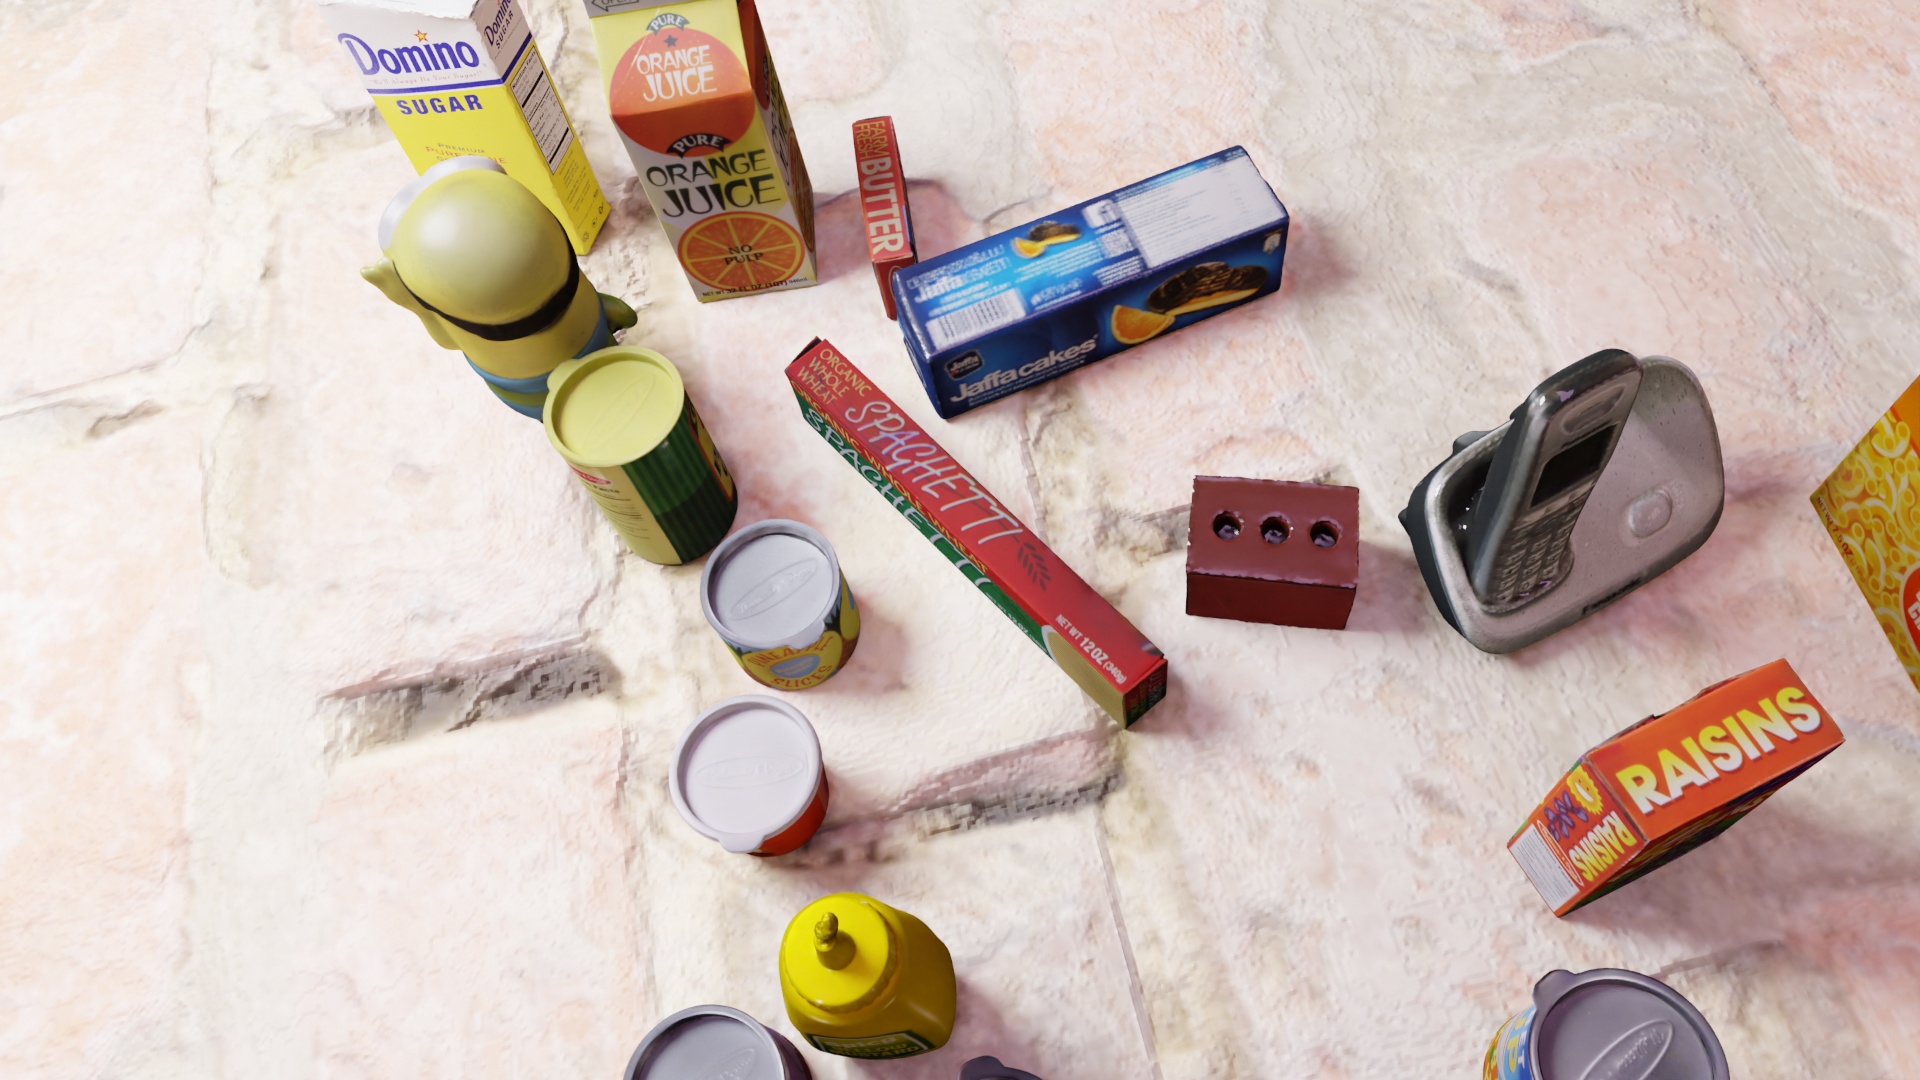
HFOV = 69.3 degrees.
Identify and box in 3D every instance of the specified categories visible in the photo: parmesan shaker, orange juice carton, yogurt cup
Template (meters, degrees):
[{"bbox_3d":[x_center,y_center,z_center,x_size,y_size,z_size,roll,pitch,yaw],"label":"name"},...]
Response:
[{"bbox_3d":[-0.156,-0.041,0.683,0.071,0.102,0.071,-3,63,6],"label":"parmesan shaker"},{"bbox_3d":[-0.129,-0.213,0.718,0.072,0.192,0.073,-8,62,3],"label":"orange juice carton"},{"bbox_3d":[-0.091,0.109,0.625,0.072,0.053,0.072,-3,63,6],"label":"yogurt cup"}]

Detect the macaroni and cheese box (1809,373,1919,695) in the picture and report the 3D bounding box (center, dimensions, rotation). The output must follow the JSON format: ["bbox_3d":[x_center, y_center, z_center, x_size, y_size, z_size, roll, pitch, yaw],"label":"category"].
[{"bbox_3d":[0.422,-0.009,0.558,0.040,0.165,0.124,-13,62,1],"label":"macaroni and cheese box"}]

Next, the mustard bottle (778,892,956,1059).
[{"bbox_3d":[-0.039,0.166,0.529,0.065,0.159,0.049,-5,63,5],"label":"mustard bottle"}]

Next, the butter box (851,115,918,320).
[{"bbox_3d":[-0.040,-0.179,0.768,0.024,0.053,0.104,-10,62,2],"label":"butter box"}]

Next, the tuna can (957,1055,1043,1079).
[{"bbox_3d":[0.017,0.244,0.554,0.071,0.032,0.071,-3,63,6],"label":"tuna can"}]

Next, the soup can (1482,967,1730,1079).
[{"bbox_3d":[0.236,0.199,0.520,0.071,0.083,0.071,-3,63,6],"label":"soup can"}]

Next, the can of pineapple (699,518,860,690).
[{"bbox_3d":[-0.084,0.033,0.661,0.071,0.057,0.071,-3,63,6],"label":"can of pineapple"}]

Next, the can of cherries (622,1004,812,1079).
[{"bbox_3d":[-0.095,0.229,0.561,0.071,0.058,0.072,-3,63,6],"label":"can of cherries"}]

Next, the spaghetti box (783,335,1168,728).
[{"bbox_3d":[0.002,-0.008,0.676,0.029,0.050,0.250,-40,65,-13],"label":"spaghetti box"}]

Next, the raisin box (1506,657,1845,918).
[{"bbox_3d":[0.274,0.100,0.545,0.086,0.123,0.040,-24,63,-5],"label":"raisin box"}]
